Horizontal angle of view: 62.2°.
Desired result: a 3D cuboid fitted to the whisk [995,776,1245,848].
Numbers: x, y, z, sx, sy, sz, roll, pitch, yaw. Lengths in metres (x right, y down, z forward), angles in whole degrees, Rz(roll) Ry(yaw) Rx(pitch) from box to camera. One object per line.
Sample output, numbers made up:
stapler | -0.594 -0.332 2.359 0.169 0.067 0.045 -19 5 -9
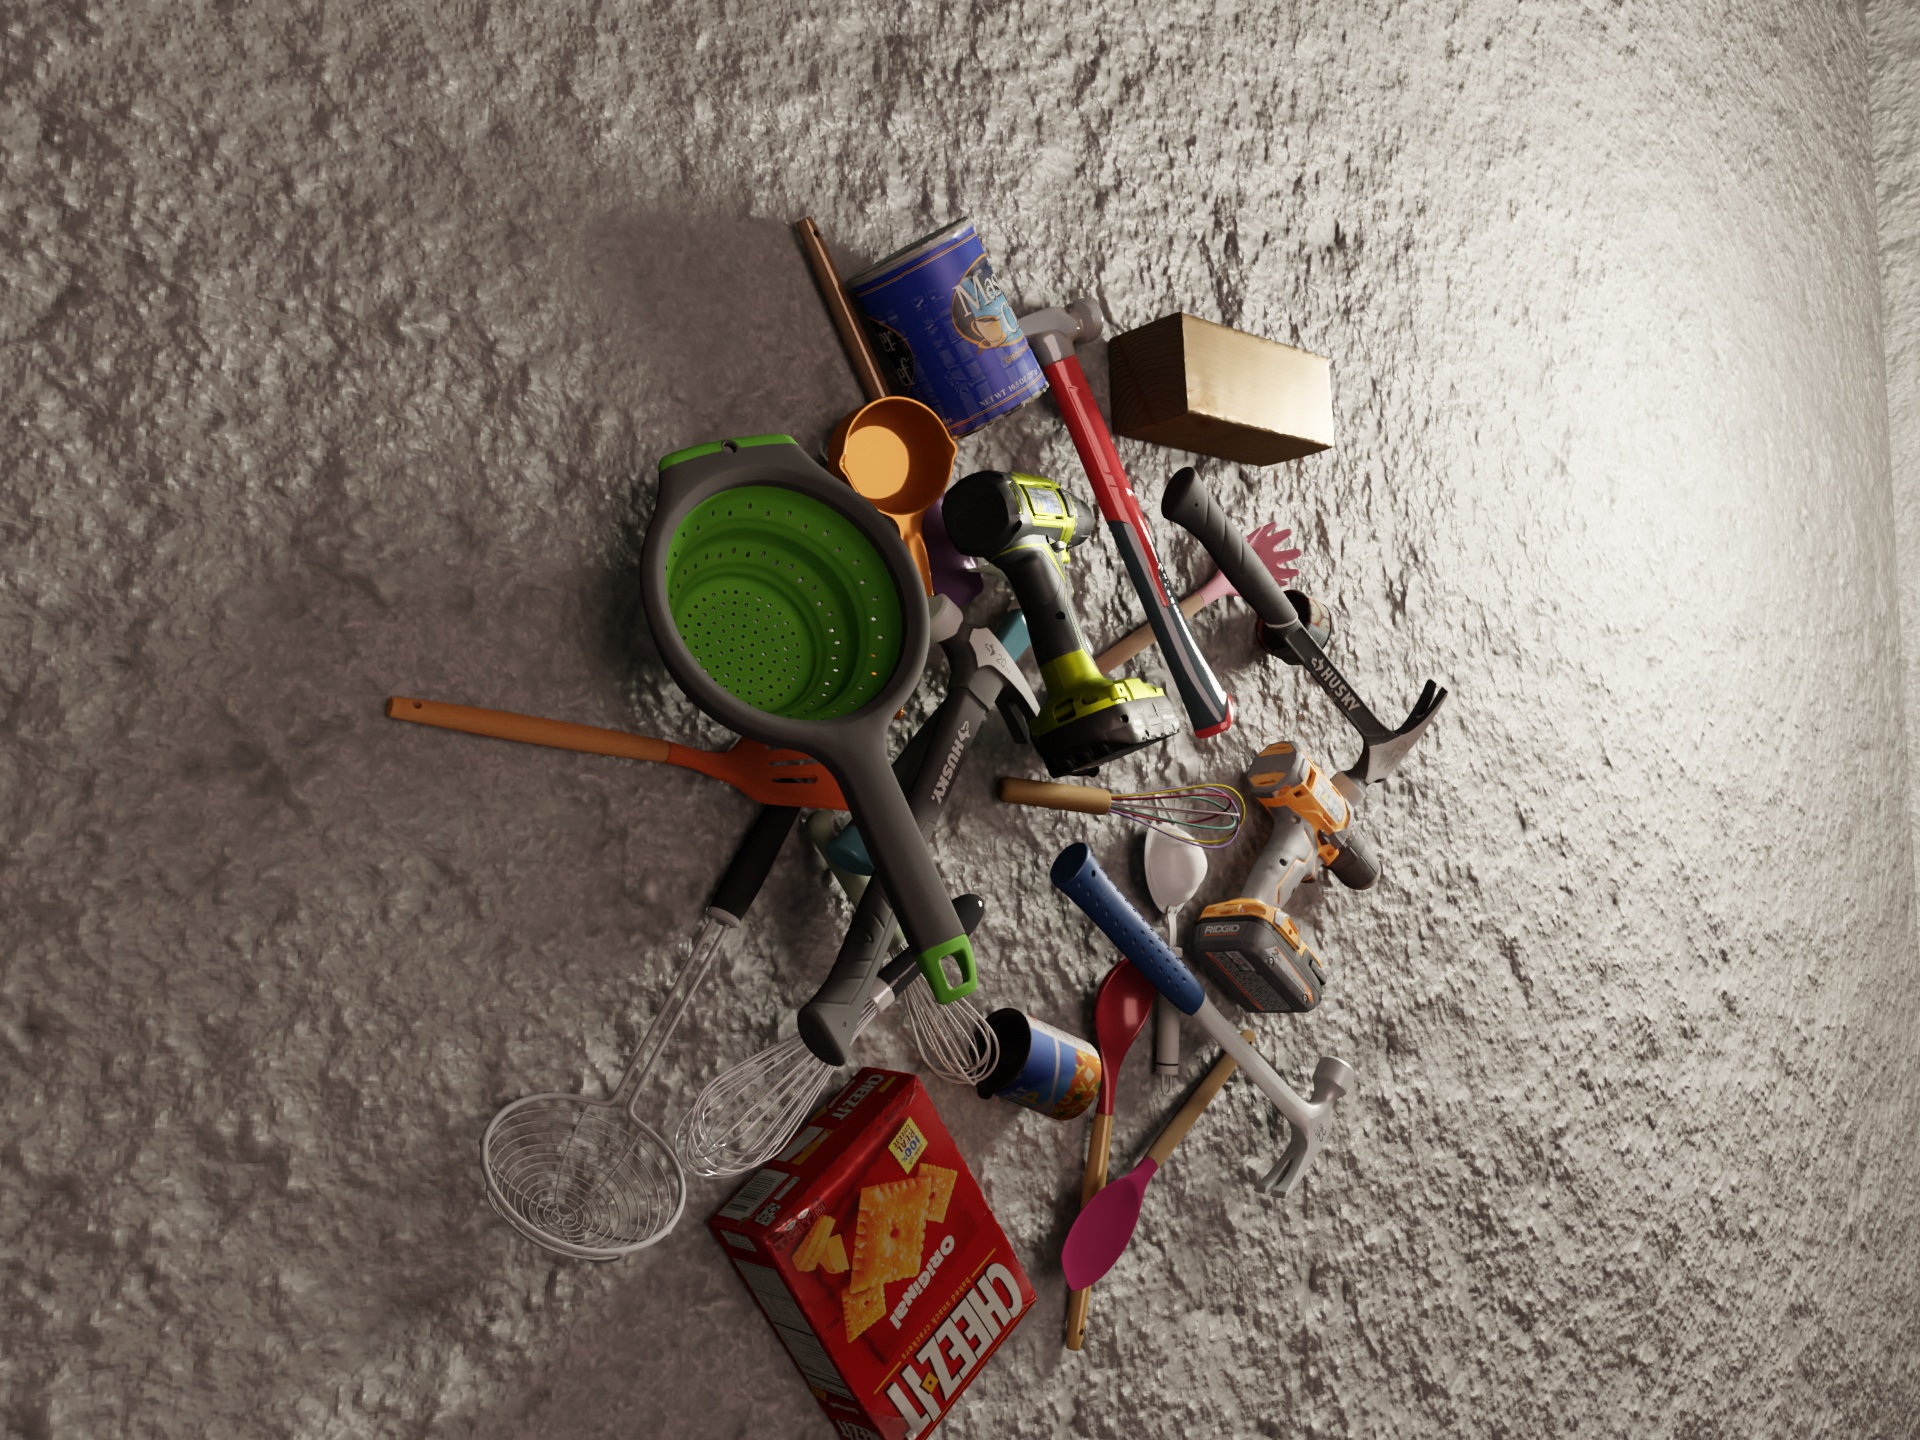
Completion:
whisk | 0.138 0.066 1.320 0.244 0.047 0.051 9 40 -28

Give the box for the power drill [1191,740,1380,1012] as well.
power drill | 0.309 0.158 1.458 0.185 0.084 0.226 46 53 -29

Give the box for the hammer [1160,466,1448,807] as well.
hammer | 0.303 -0.082 1.432 0.149 0.036 0.408 -44 123 3

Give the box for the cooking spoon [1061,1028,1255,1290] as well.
cooking spoon | 0.171 0.355 1.331 0.319 0.017 0.068 -38 119 -43

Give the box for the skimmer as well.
skimmer | -0.176 0.169 1.019 0.127 0.090 0.363 27 61 -2

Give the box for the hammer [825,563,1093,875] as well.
hammer | -0.002 -0.004 1.208 0.128 0.033 0.331 58 48 -25

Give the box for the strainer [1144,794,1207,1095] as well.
strainer | 0.184 0.192 1.369 0.086 0.050 0.258 10 81 -55

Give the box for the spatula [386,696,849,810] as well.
spatula | -0.211 0.012 1.040 0.322 0.041 0.081 11 54 -38

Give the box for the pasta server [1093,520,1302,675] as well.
pasta server | 0.201 -0.098 1.418 0.316 0.040 0.060 -33 100 -38

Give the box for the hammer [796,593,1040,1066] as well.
hammer | -0.031 0.084 1.113 0.146 0.035 0.335 45 55 -35

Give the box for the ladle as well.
ladle | 0.115 0.348 1.296 0.069 0.031 0.315 21 73 -42

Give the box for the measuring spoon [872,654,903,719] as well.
measuring spoon | -0.065 -0.055 1.195 0.021 0.011 0.117 -30 104 -39

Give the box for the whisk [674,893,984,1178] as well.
whisk | -0.080 0.210 1.092 0.284 0.070 0.070 -39 111 -29

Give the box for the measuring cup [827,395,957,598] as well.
measuring cup | -0.049 -0.153 1.191 0.095 0.052 0.173 -13 101 -24

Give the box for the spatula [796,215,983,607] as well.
spatula | -0.057 -0.232 1.220 0.060 0.018 0.315 -35 109 -39

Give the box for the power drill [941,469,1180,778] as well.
power drill | 0.082 -0.081 1.209 0.190 0.080 0.228 -9 76 -63

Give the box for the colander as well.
colander | -0.097 0.008 1.056 0.204 0.094 0.397 -18 79 -35

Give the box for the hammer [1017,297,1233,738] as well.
hammer | 0.131 -0.159 1.341 0.143 0.038 0.386 -29 98 -38

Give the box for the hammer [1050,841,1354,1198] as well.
hammer | 0.201 0.247 1.333 0.405 0.035 0.144 48 60 -28

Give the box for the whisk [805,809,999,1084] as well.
whisk | -0.045 0.169 1.167 0.246 0.059 0.058 60 15 -14
